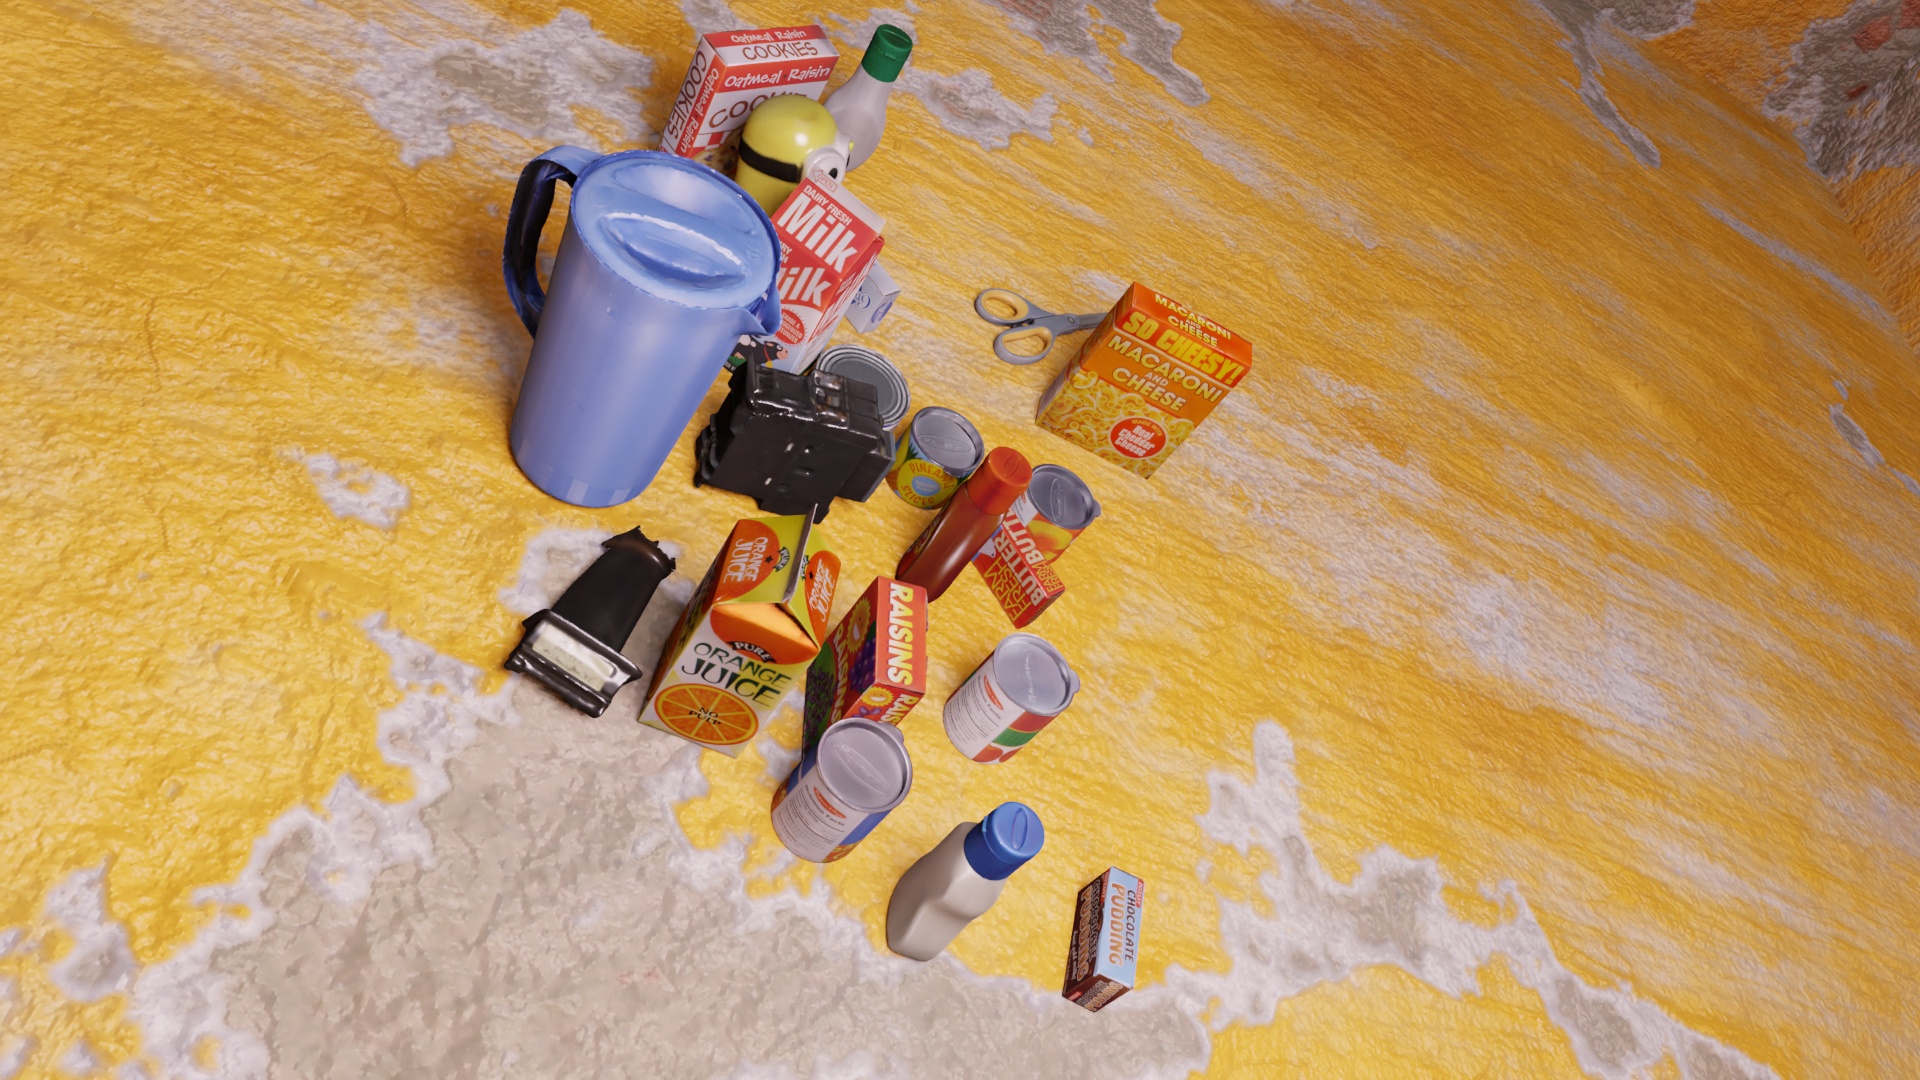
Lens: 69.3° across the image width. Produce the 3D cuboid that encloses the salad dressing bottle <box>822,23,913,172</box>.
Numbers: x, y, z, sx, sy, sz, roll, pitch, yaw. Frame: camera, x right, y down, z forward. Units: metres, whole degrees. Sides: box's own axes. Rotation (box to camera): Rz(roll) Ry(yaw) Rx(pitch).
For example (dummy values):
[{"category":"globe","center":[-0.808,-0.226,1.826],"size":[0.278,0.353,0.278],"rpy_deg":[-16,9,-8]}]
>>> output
[{"category":"salad dressing bottle","center":[-0.091,-0.414,1.303],"size":[0.064,0.147,0.044],"rpy_deg":[19,48,-19]}]

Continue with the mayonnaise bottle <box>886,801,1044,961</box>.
[{"category":"mayonnaise bottle","center":[0.002,0.211,0.870],"size":[0.041,0.147,0.065],"rpy_deg":[25,46,-14]}]

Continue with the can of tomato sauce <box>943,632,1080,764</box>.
[{"category":"can of tomato sauce","center":[0.036,0.116,1.013],"size":[0.071,0.082,0.071],"rpy_deg":[17,49,-21]}]

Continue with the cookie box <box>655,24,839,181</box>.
[{"category":"cookie box","center":[-0.189,-0.358,1.183],"size":[0.123,0.166,0.040],"rpy_deg":[-25,72,-43]}]

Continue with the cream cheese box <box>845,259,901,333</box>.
[{"category":"cream cheese box","center":[-0.100,-0.238,1.226],"size":[0.024,0.053,0.104],"rpy_deg":[-26,72,-43]}]

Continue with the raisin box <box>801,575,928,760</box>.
[{"category":"raisin box","center":[-0.065,0.093,0.938],"size":[0.040,0.122,0.086],"rpy_deg":[17,49,-21]}]

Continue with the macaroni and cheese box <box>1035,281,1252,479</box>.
[{"category":"macaroni and cheese box","center":[0.160,-0.139,1.235],"size":[0.124,0.165,0.040],"rpy_deg":[25,46,-14]}]

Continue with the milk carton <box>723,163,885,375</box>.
[{"category":"milk carton","center":[-0.124,-0.203,1.086],"size":[0.072,0.189,0.074],"rpy_deg":[39,45,-1]}]

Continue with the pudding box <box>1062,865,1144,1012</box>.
[{"category":"pudding box","center":[0.099,0.273,0.953],"size":[0.030,0.049,0.084],"rpy_deg":[27,46,-12]}]

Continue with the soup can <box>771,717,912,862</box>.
[{"category":"soup can","center":[-0.077,0.162,0.904],"size":[0.071,0.083,0.072],"rpy_deg":[17,49,-21]}]

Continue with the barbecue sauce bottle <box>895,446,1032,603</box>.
[{"category":"barbecue sauce bottle","center":[0.004,-0.013,1.048],"size":[0.043,0.147,0.065],"rpy_deg":[36,45,-4]}]

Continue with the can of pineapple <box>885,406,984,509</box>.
[{"category":"can of pineapple","center":[-0.023,-0.066,1.137],"size":[0.071,0.057,0.071],"rpy_deg":[17,49,-21]}]

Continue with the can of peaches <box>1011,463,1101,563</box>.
[{"category":"can of peaches","center":[0.073,-0.020,1.162],"size":[0.071,0.057,0.071],"rpy_deg":[17,49,-21]}]

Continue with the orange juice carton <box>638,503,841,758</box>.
[{"category":"orange juice carton","center":[-0.133,0.055,0.875],"size":[0.073,0.191,0.072],"rpy_deg":[24,47,-15]}]

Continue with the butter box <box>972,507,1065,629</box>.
[{"category":"butter box","center":[0.038,0.015,1.115],"size":[0.024,0.053,0.103],"rpy_deg":[-18,68,-41]}]
